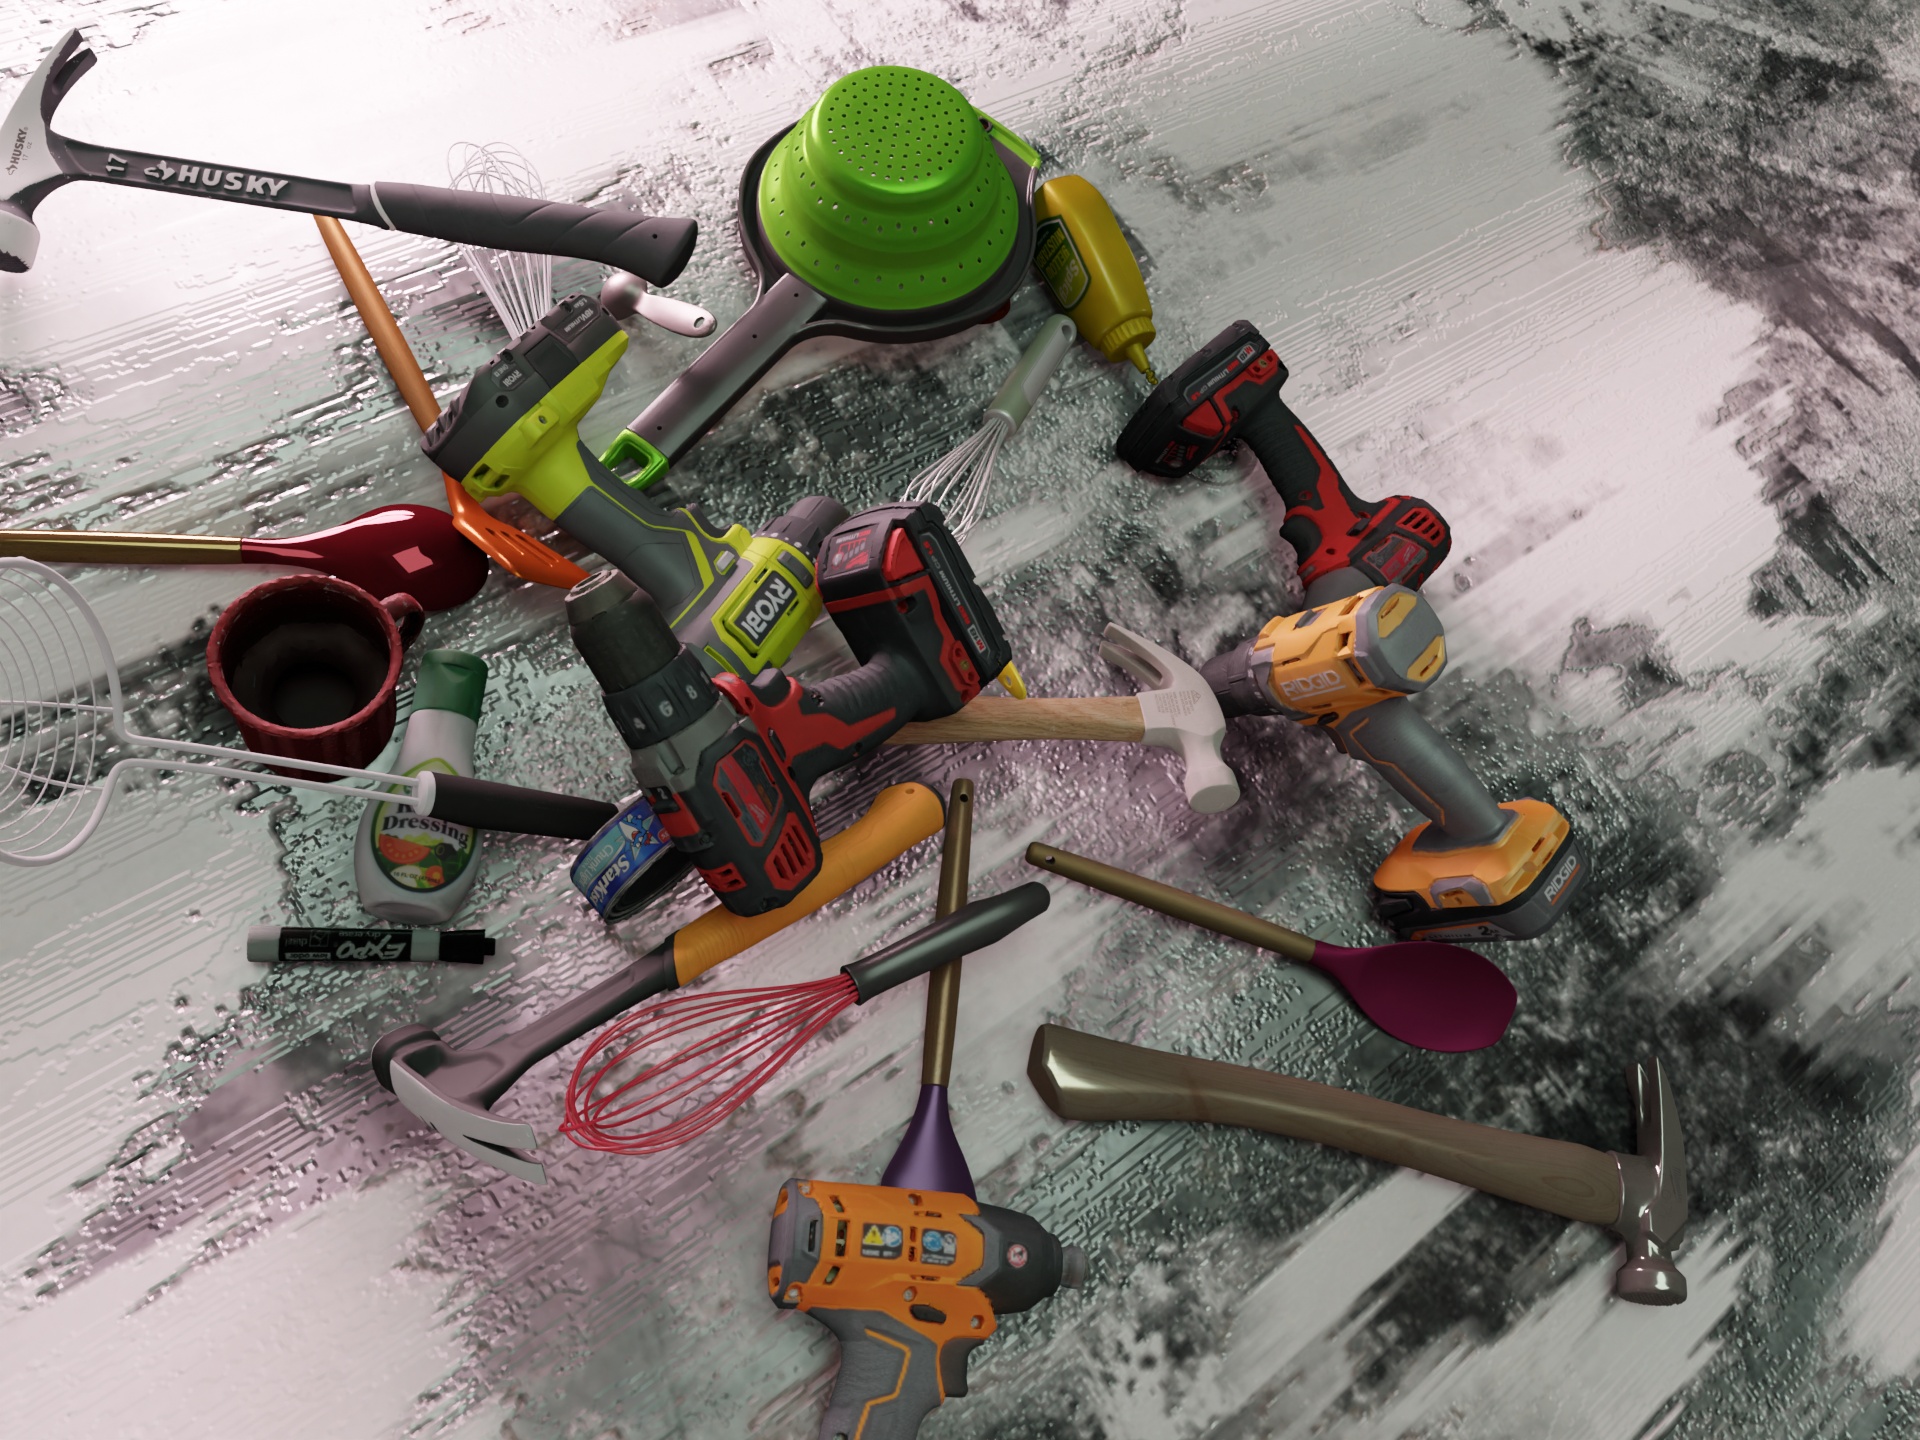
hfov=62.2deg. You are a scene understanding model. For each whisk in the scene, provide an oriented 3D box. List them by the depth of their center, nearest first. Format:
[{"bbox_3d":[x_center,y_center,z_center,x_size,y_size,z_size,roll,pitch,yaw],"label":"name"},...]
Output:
[{"bbox_3d":[-0.076,0.150,0.851,0.296,0.073,0.073,-23,75,-23],"label":"whisk"},{"bbox_3d":[-0.263,-0.237,0.982,0.070,0.070,0.285,-13,74,-22],"label":"whisk"},{"bbox_3d":[0.023,-0.192,1.056,0.057,0.059,0.246,55,50,-33],"label":"whisk"}]

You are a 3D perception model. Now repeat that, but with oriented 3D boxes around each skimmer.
[{"bbox_3d":[-0.295,0.020,0.746,0.363,0.090,0.127,14,66,-43],"label":"skimmer"}]

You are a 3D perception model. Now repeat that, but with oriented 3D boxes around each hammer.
[{"bbox_3d":[-0.125,0.115,0.826,0.127,0.034,0.337,16,34,41],"label":"hammer"},{"bbox_3d":[0.239,0.230,0.935,0.410,0.038,0.146,15,61,-10],"label":"hammer"},{"bbox_3d":[-0.362,-0.312,0.945,0.409,0.036,0.149,7,77,-4],"label":"hammer"},{"bbox_3d":[-0.002,-0.003,0.958,0.331,0.031,0.130,0,51,-13],"label":"hammer"}]

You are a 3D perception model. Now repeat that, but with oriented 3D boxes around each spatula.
[{"bbox_3d":[-0.010,0.180,0.890,0.059,0.018,0.316,11,65,-13],"label":"spatula"},{"bbox_3d":[-0.315,-0.194,0.951,0.323,0.041,0.081,59,20,16],"label":"spatula"}]

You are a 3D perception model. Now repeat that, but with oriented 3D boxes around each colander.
[{"bbox_3d":[-0.093,-0.299,1.015,0.204,0.094,0.397,36,68,9],"label":"colander"}]

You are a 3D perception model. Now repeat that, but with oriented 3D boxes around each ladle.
[{"bbox_3d":[-0.427,-0.096,0.884,0.315,0.031,0.069,0,66,-15],"label":"ladle"}]

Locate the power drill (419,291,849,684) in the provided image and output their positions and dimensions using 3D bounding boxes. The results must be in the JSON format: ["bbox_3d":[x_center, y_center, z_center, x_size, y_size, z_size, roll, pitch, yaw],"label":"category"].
[{"bbox_3d":[-0.170,-0.126,0.911,0.228,0.080,0.191,45,43,-15],"label":"power drill"}]

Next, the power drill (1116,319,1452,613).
[{"bbox_3d":[0.220,-0.152,1.083,0.220,0.078,0.143,46,62,3],"label":"power drill"}]

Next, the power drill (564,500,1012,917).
[{"bbox_3d":[-0.090,-0.033,0.835,0.227,0.080,0.187,-44,114,-38],"label":"power drill"}]

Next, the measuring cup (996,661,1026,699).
[{"bbox_3d":[-0.015,-0.065,0.960,0.029,0.062,0.157,-25,62,-28],"label":"measuring cup"}]

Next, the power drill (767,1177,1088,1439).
[{"bbox_3d":[-0.018,0.345,0.772,0.164,0.084,0.227,9,65,-13],"label":"power drill"}]

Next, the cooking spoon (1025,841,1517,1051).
[{"bbox_3d":[0.190,0.131,0.968,0.319,0.017,0.068,20,101,-5],"label":"cooking spoon"}]

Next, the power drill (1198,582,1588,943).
[{"bbox_3d":[0.253,0.030,0.976,0.084,0.185,0.226,-43,103,-28],"label":"power drill"}]

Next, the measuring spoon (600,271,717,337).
[{"bbox_3d":[-0.190,-0.260,0.993,0.124,0.018,0.034,29,84,42],"label":"measuring spoon"}]
